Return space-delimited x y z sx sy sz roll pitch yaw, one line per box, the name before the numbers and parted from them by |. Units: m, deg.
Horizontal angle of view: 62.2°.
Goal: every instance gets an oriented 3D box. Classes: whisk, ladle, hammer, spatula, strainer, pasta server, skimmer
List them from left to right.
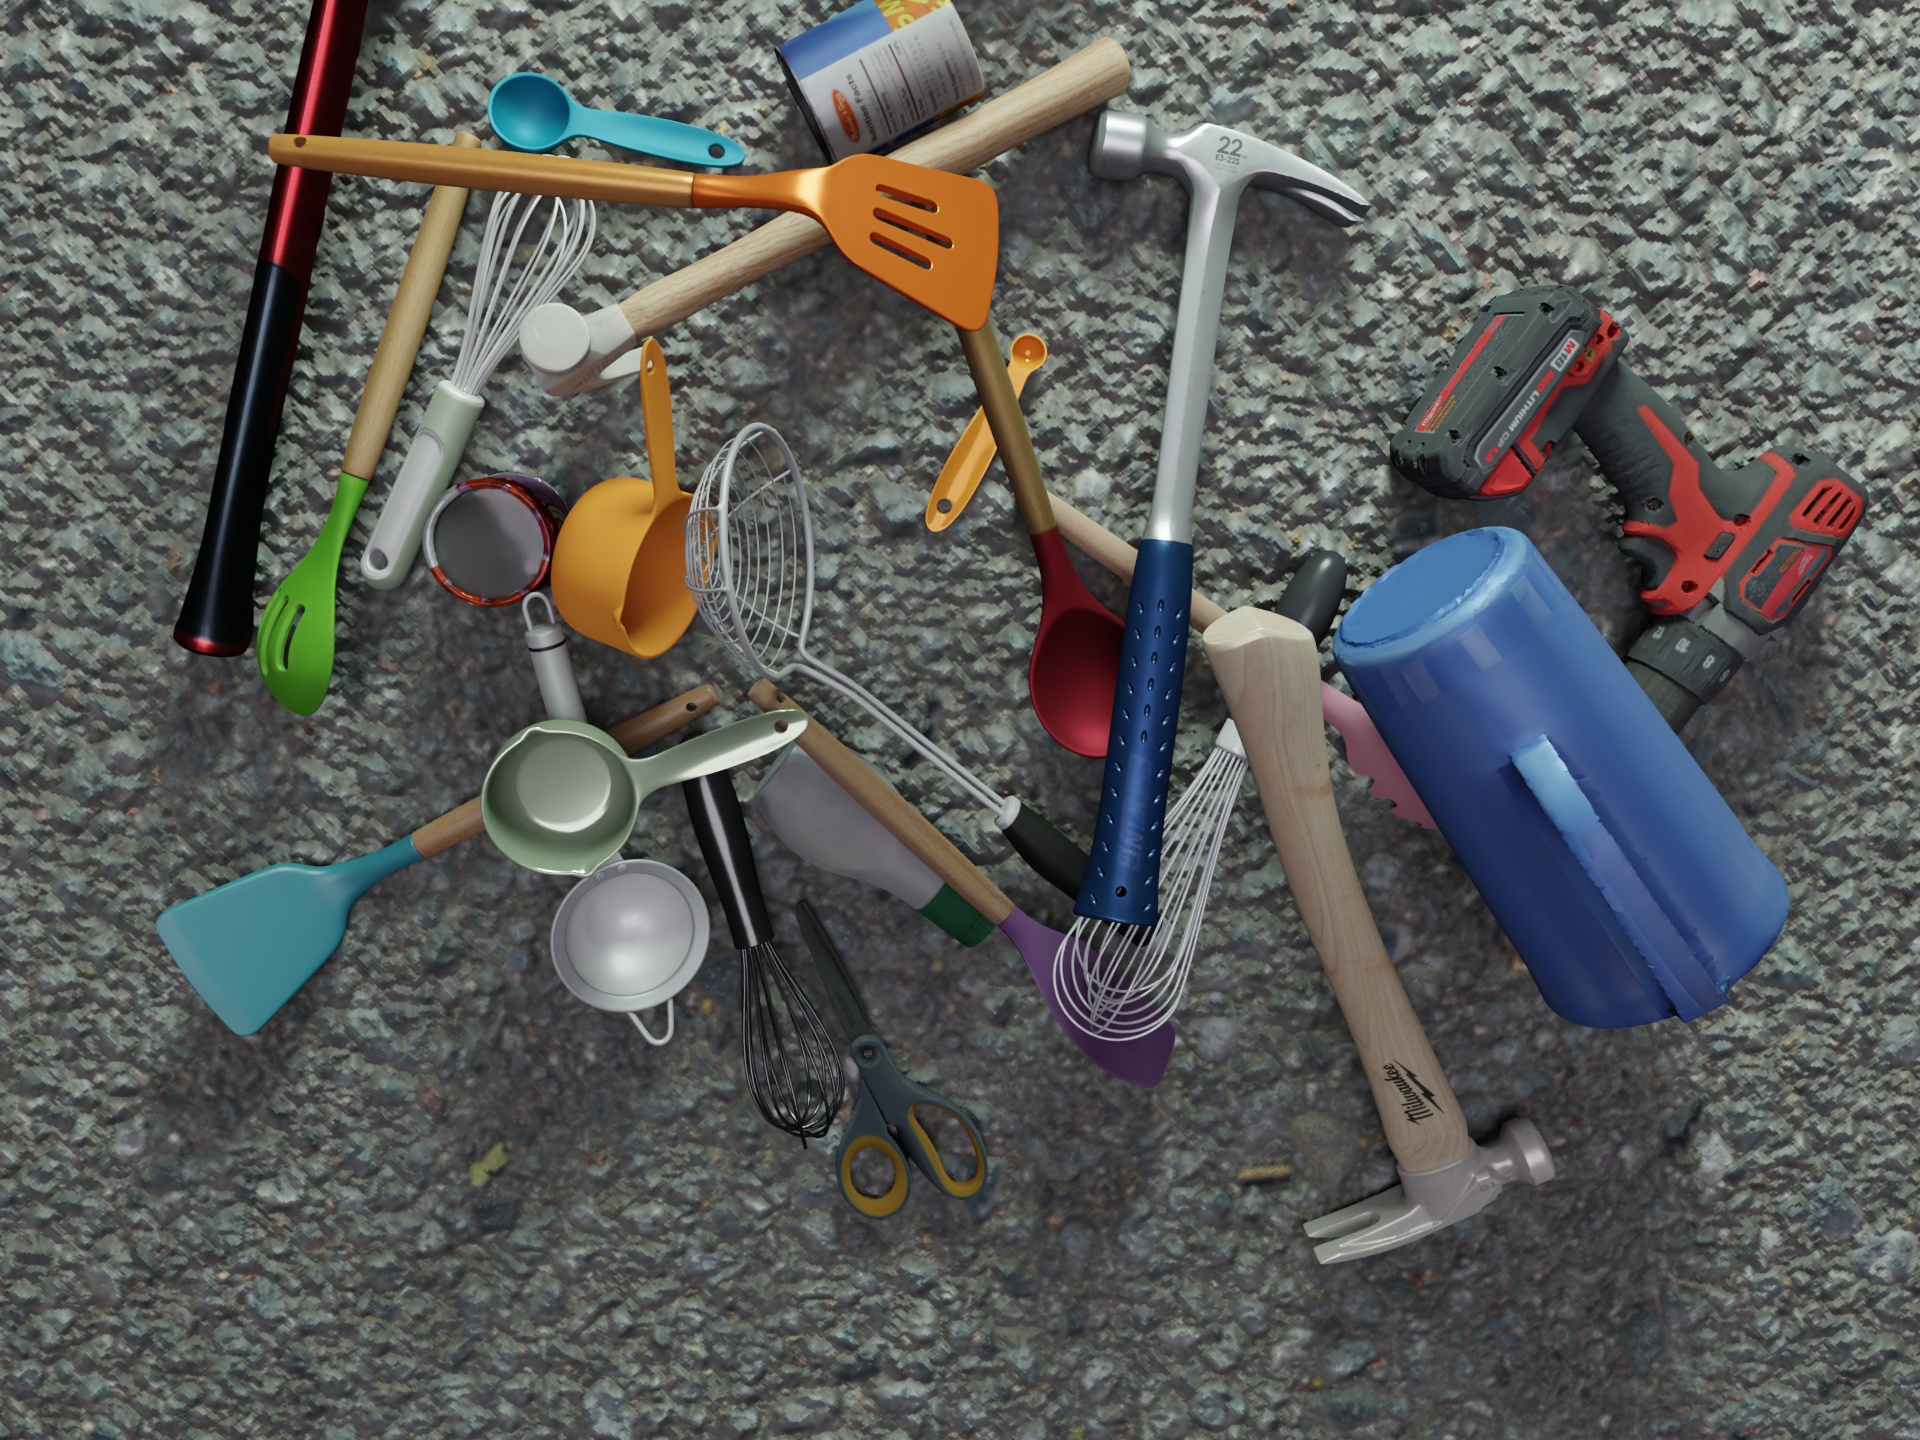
hammer | -0.333 -0.210 0.768 0.038 0.143 0.386 17 104 -8
spatula | -0.272 0.061 0.863 0.317 0.044 0.082 -28 107 2
whisk | -0.253 -0.175 0.816 0.058 0.059 0.246 32 104 9
strainer | -0.193 0.053 0.848 0.087 0.050 0.258 -18 112 -19
spatula | -0.142 -0.233 0.711 0.322 0.041 0.081 6 71 -1
whisk | -0.114 0.121 0.874 0.055 0.055 0.239 -16 94 1
hammer | -0.063 -0.248 0.784 0.331 0.130 0.031 -30 99 -7
skimmer | -0.001 -0.003 0.834 0.363 0.127 0.090 40 123 -15
spatula | 0.005 0.089 0.851 0.315 0.060 0.018 44 137 -14
ladle | 0.033 -0.120 0.813 0.069 0.031 0.315 -21 115 0
hammer | 0.112 -0.100 0.804 0.144 0.035 0.405 8 87 -5
whisk | 0.133 0.040 0.835 0.070 0.070 0.284 27 93 -7
pasta server | 0.161 -0.037 0.868 0.316 0.040 0.060 34 98 -4
hammer | 0.198 0.125 0.842 0.146 0.038 0.410 -24 116 3

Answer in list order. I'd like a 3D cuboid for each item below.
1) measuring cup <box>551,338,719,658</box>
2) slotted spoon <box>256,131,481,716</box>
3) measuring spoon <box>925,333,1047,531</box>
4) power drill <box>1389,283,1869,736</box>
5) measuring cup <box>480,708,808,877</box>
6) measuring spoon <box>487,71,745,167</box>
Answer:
measuring cup | -0.167 -0.113 0.789 0.052 0.095 0.173 18 130 17
slotted spoon | -0.306 -0.152 0.822 0.031 0.070 0.314 15 98 -50
measuring spoon | 0.012 -0.153 0.848 0.021 0.011 0.117 28 103 -7
power drill | 0.339 -0.099 0.836 0.226 0.080 0.188 33 99 -11
measuring cup | -0.159 0.022 0.807 0.167 0.038 0.083 -19 109 -7
measuring spoon | -0.175 -0.296 0.811 0.128 0.021 0.042 8 79 -12
